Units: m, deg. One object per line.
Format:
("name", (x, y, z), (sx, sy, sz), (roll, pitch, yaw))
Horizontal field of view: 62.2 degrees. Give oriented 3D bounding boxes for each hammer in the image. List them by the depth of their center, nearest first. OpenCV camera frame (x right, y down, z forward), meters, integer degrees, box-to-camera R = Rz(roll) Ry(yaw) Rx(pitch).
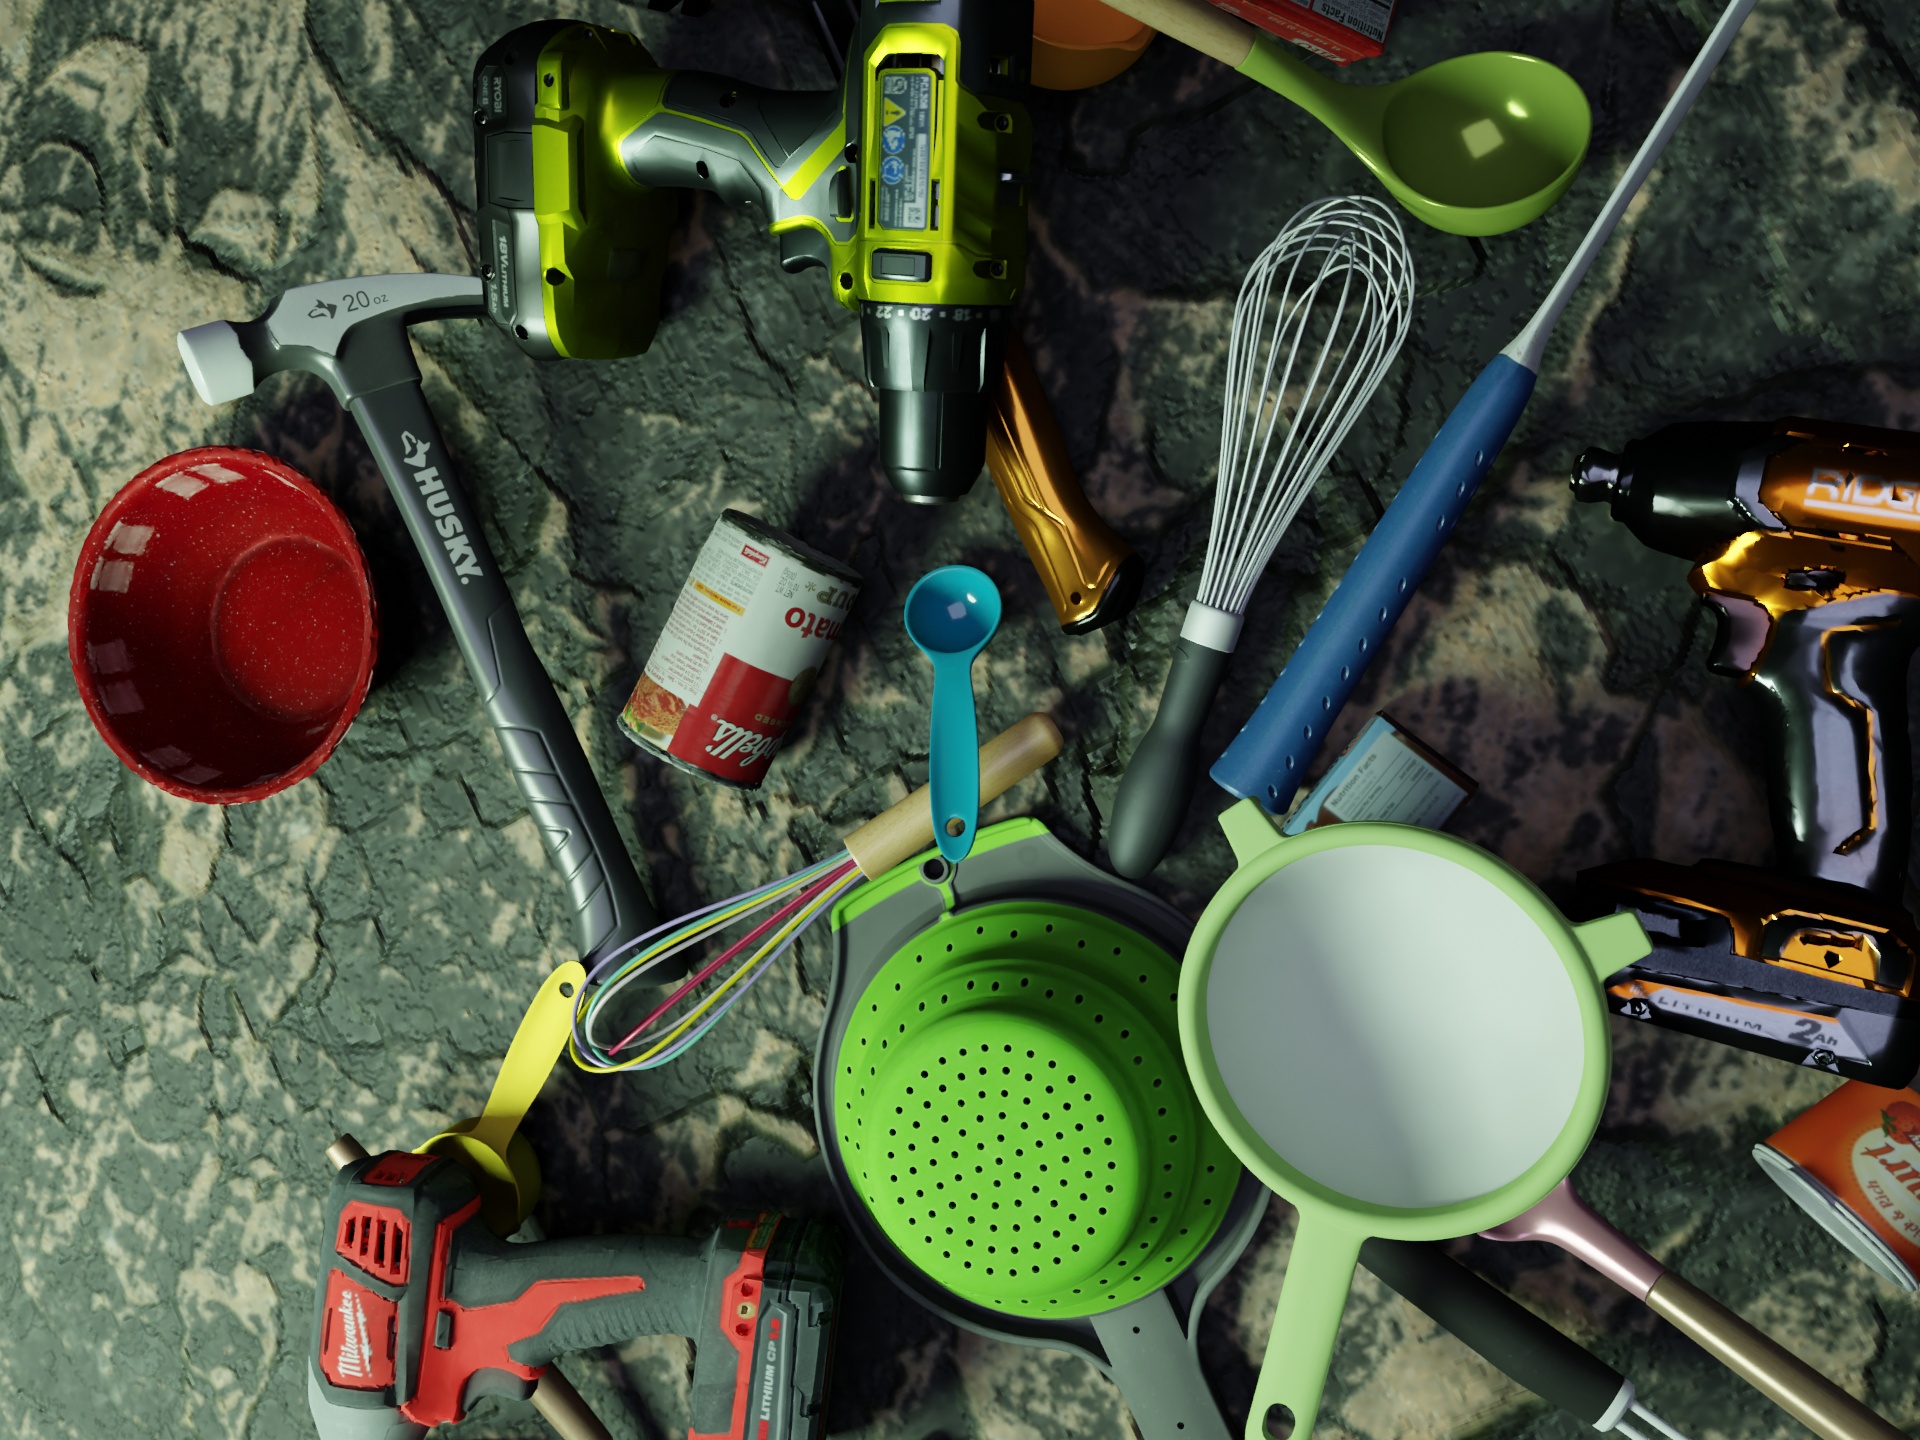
("hammer", (0.209, -0.142, 0.584), (0.035, 0.144, 0.405), (35, 106, 22))
("hammer", (-0.015, -0.190, 0.660), (0.127, 0.034, 0.337), (-24, 91, 34))
("hammer", (-0.198, -0.035, 0.696), (0.146, 0.035, 0.335), (-25, 95, -24))

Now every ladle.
("ladle", (0.086, -0.260, 0.568), (0.320, 0.062, 0.078), (20, 68, -17))

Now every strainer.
("strainer", (0.152, 0.158, 0.598), (0.151, 0.069, 0.256), (16, 104, 24))

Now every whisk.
("whisk", (0.111, -0.069, 0.637), (0.070, 0.070, 0.284), (20, 101, 12))
("whisk", (-0.059, 0.074, 0.667), (0.245, 0.047, 0.051), (-34, 101, -1))

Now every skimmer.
("skimmer", (0.309, 0.290, 0.610), (0.363, 0.090, 0.127), (32, 107, 21))

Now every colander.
("colander", (0.059, 0.237, 0.633), (0.204, 0.094, 0.397), (-26, 85, 13))

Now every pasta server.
("pasta server", (0.265, 0.215, 0.553), (0.316, 0.040, 0.060), (35, 97, 38))

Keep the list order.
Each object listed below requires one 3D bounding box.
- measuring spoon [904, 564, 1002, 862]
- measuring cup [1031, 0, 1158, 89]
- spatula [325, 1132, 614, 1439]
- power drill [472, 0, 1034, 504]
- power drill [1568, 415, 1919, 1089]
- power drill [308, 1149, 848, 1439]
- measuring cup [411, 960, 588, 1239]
("measuring spoon", (-0.001, -0.002, 0.663), (0.042, 0.021, 0.129), (-4, 72, 11))
("measuring cup", (0.079, -0.319, 0.643), (0.173, 0.052, 0.095), (-30, 90, -10))
("spatula", (-0.177, 0.308, 0.716), (0.060, 0.018, 0.316), (-41, 90, 10))
("power drill", (-0.079, -0.191, 0.634), (0.228, 0.080, 0.190), (11, 108, 25))
("power drill", (0.289, 0.001, 0.580), (0.164, 0.084, 0.226), (14, 91, 22))
("power drill", (-0.164, 0.268, 0.671), (0.219, 0.078, 0.143), (7, 90, 2))
("measuring cup", (-0.196, 0.168, 0.715), (0.062, 0.029, 0.156), (32, 106, 9))
